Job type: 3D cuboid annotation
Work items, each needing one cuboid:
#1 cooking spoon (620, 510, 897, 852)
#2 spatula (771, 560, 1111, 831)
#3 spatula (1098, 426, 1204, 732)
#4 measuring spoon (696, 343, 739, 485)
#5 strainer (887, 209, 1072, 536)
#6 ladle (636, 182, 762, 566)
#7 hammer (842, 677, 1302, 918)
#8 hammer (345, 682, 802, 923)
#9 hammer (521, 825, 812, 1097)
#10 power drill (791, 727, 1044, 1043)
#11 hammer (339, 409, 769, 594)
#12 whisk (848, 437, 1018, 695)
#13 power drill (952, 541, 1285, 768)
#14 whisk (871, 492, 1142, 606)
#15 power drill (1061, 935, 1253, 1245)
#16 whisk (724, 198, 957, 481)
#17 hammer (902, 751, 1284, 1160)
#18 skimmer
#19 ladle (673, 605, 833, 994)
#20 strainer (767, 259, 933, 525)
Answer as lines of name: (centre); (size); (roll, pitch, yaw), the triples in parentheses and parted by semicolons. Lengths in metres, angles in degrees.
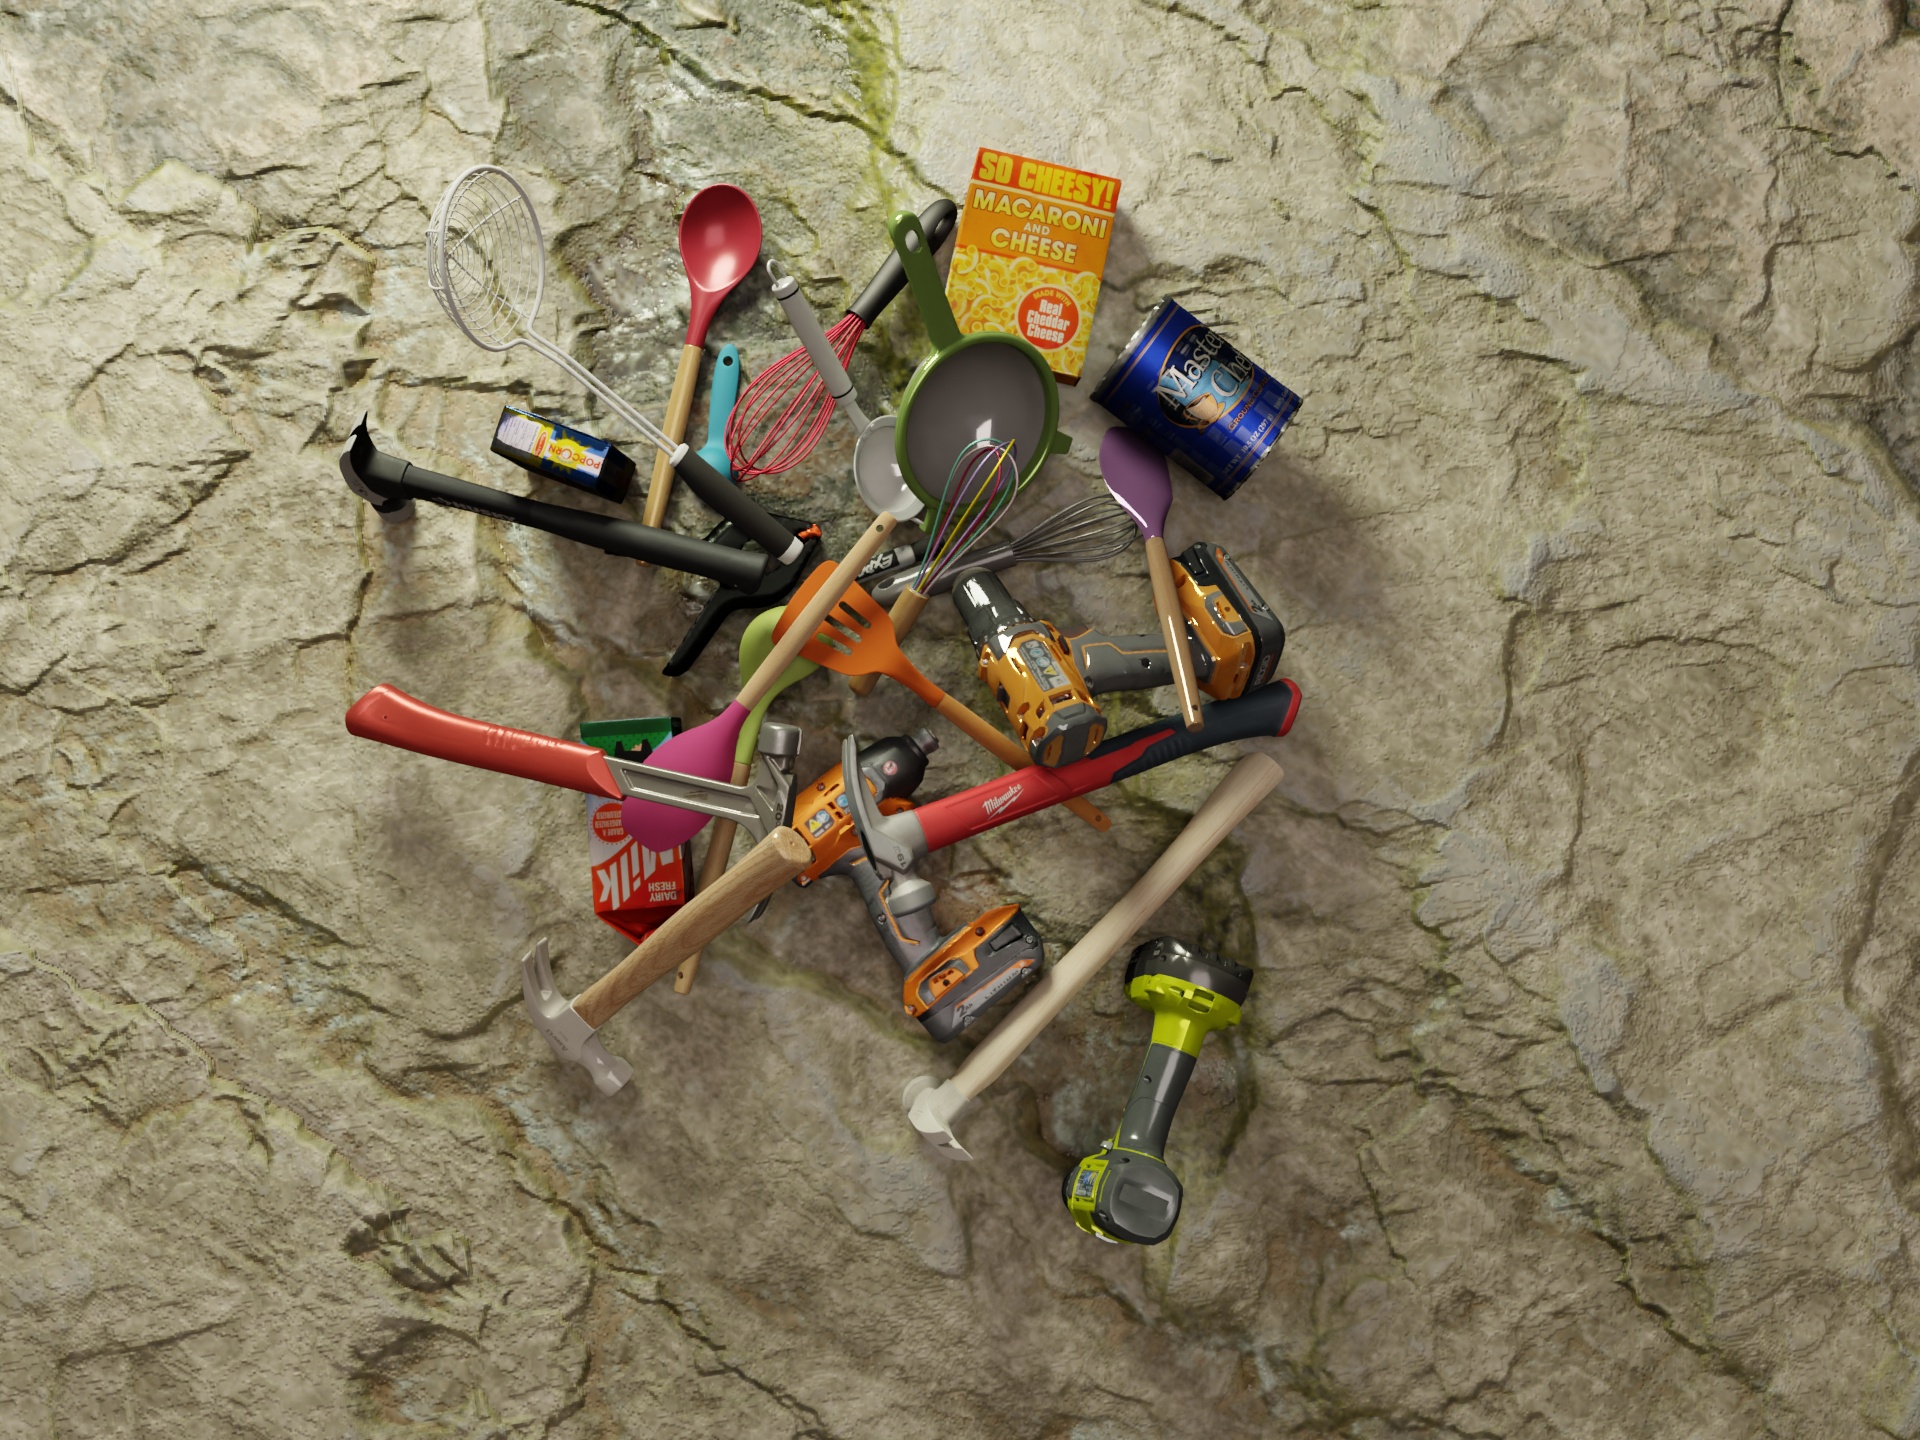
cooking spoon: (-0.151, -0.032, 1.222); (0.069, 0.017, 0.319); (38, 91, 0)
spatula: (-0.002, -0.004, 1.276); (0.322, 0.041, 0.081); (37, 81, -20)
spatula: (0.153, -0.120, 1.237); (0.059, 0.018, 0.316); (3, 52, -12)
measuring spoon: (-0.197, -0.246, 1.299); (0.042, 0.021, 0.128); (8, 90, -4)
strainer: (-0.016, -0.283, 1.246); (0.151, 0.069, 0.256); (-34, 128, -14)
ladle: (-0.222, -0.279, 1.296); (0.069, 0.031, 0.315); (13, 90, 3)
hammer: (0.097, 0.024, 1.264); (0.386, 0.038, 0.143); (-19, 86, -18)
hammer: (-0.301, 0.043, 1.212); (0.359, 0.036, 0.149); (12, 92, 10)
hammer: (-0.222, 0.169, 1.190); (0.130, 0.031, 0.331); (46, 125, -6)
power drill: (-0.033, 0.125, 1.278); (0.164, 0.084, 0.226); (-40, 88, -4)
hammer: (-0.308, -0.155, 1.211); (0.335, 0.146, 0.035); (15, 74, 2)
whisk: (-0.024, -0.120, 1.262); (0.051, 0.047, 0.245); (21, 113, -30)
power drill: (0.116, -0.071, 1.259); (0.226, 0.084, 0.186); (-18, 56, -19)
whisk: (0.042, -0.135, 1.304); (0.239, 0.055, 0.055); (-18, 91, 0)
power drill: (0.144, 0.295, 1.251); (0.080, 0.190, 0.229); (22, 74, -3)
whisk: (-0.095, -0.311, 1.292); (0.073, 0.073, 0.296); (38, 82, -3)
hammer: (0.114, 0.180, 1.267); (0.410, 0.146, 0.038); (-45, 98, -8)
skimmer: (-0.243, -0.251, 1.186); (0.363, 0.090, 0.127); (40, 47, -21)
ladle: (-0.173, 0.062, 1.268); (0.078, 0.062, 0.320); (13, 86, 33)
strainer: (-0.088, -0.251, 1.254); (0.087, 0.050, 0.258); (-55, 132, -30)
